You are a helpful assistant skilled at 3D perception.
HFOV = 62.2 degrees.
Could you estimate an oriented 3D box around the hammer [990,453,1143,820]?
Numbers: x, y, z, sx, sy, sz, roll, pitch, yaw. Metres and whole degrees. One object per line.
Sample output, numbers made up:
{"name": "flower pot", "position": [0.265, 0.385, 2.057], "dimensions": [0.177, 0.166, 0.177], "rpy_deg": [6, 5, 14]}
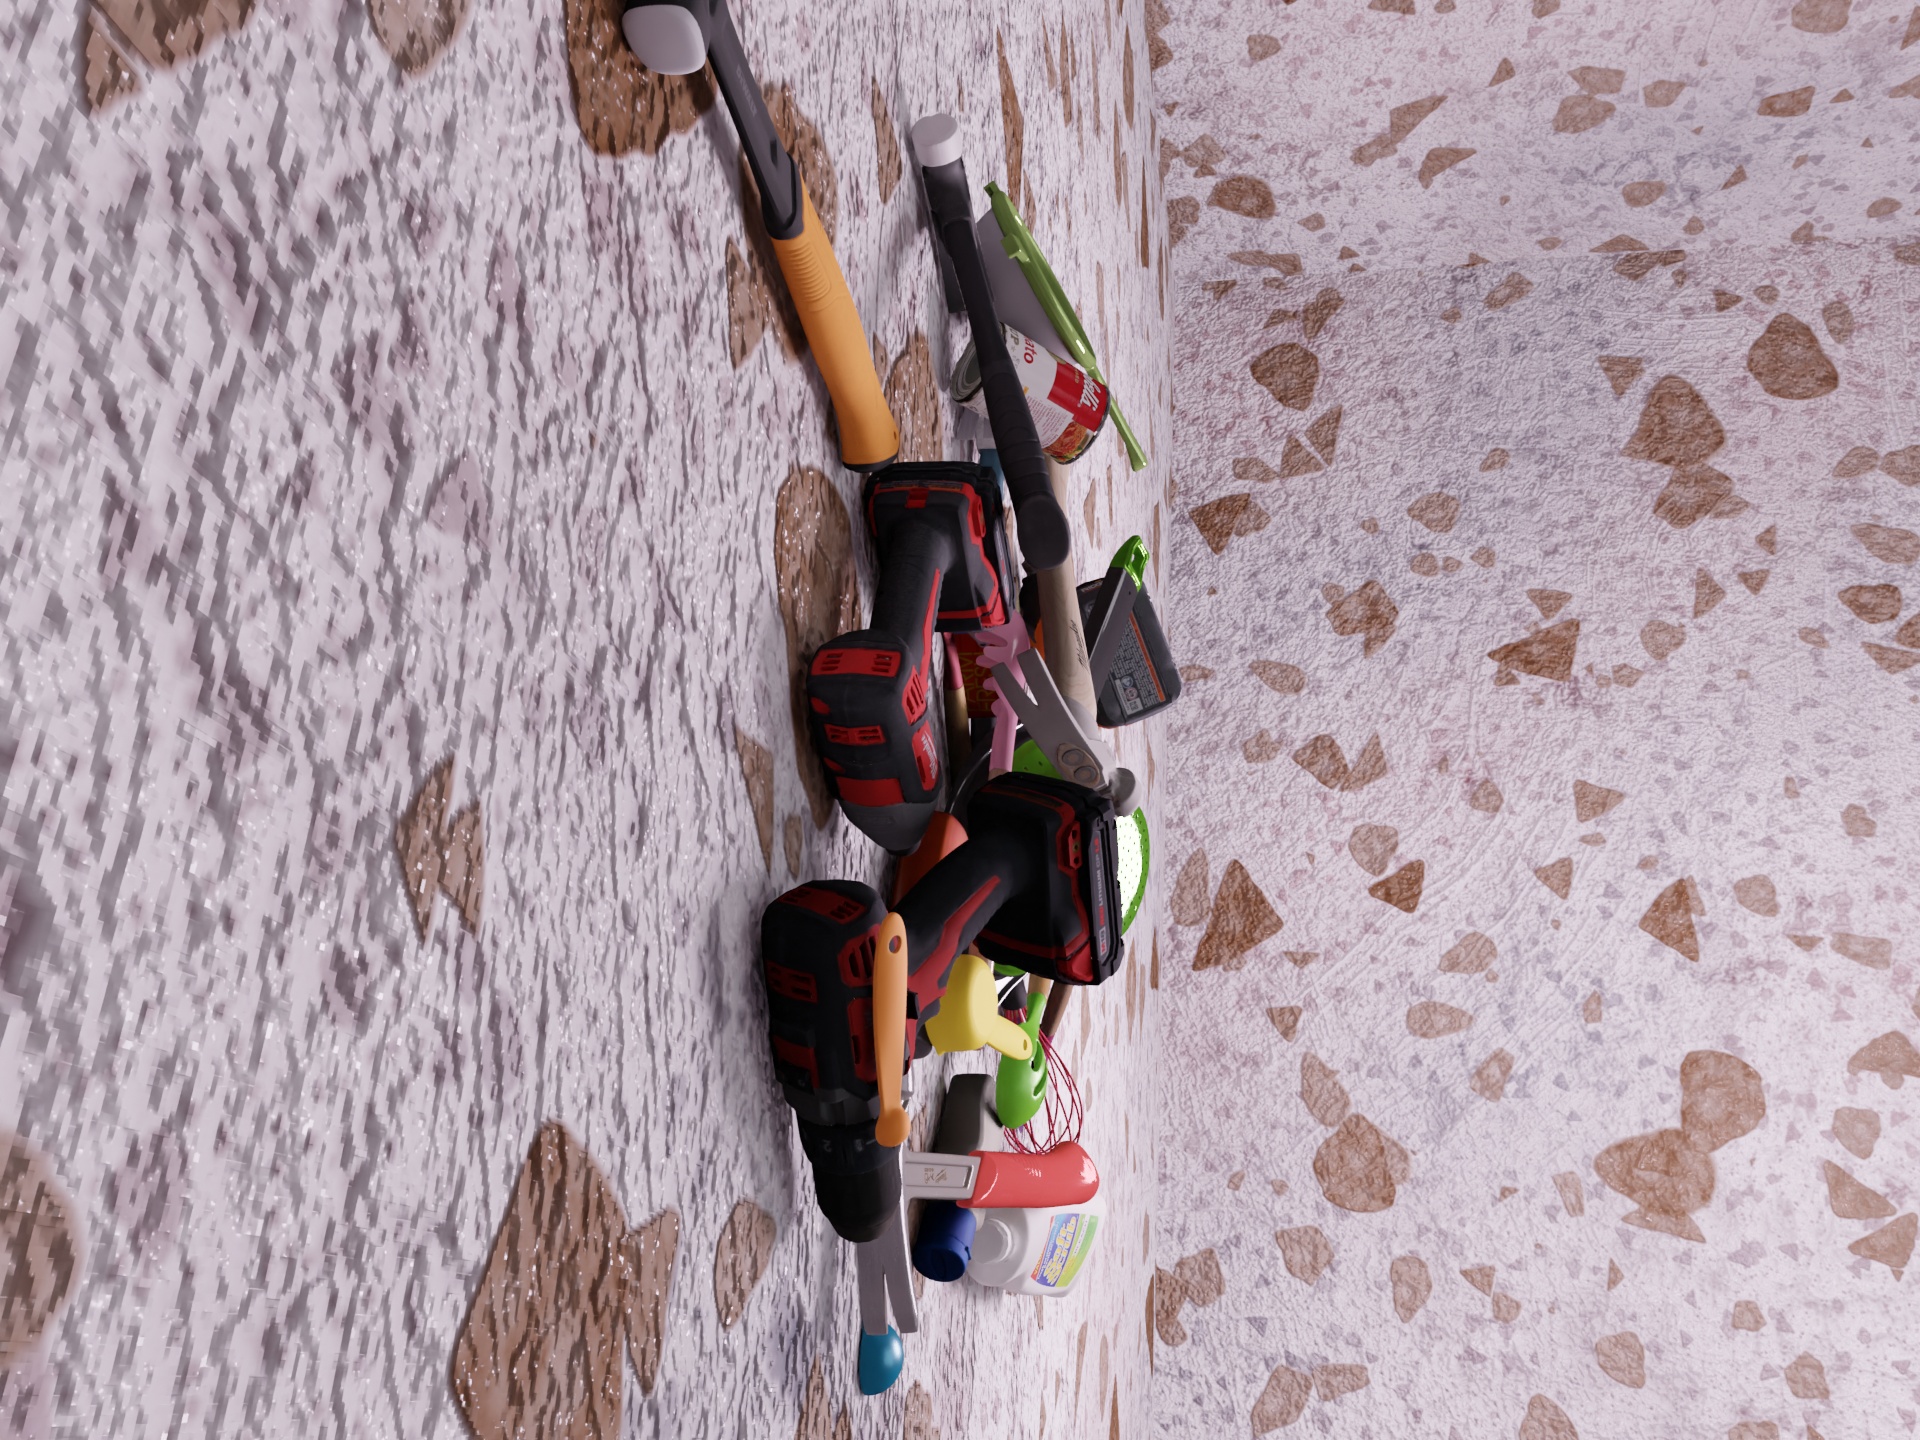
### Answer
{"name": "hammer", "position": [0.064, -0.115, 1.146], "dimensions": [0.146, 0.038, 0.411], "rpy_deg": [52, 23, -35]}

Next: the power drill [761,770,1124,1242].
{"name": "power drill", "position": [-0.008, 0.141, 0.823], "dimensions": [0.226, 0.080, 0.187], "rpy_deg": [-29, 122, -46]}

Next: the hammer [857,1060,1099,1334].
{"name": "hammer", "position": [0.021, 0.307, 1.029], "dimensions": [0.358, 0.037, 0.149], "rpy_deg": [37, 47, -62]}

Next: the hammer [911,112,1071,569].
{"name": "hammer", "position": [0.022, -0.231, 1.025], "dimensions": [0.146, 0.035, 0.335], "rpy_deg": [74, 3, -56]}

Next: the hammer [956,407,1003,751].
{"name": "hammer", "position": [0.023, -0.097, 1.240], "dimensions": [0.128, 0.033, 0.331], "rpy_deg": [38, 52, -76]}

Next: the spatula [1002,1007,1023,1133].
{"name": "spatula", "position": [0.041, 0.230, 1.345], "dimensions": [0.060, 0.018, 0.315], "rpy_deg": [-72, 159, -55]}

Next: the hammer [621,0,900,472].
{"name": "hammer", "position": [-0.078, -0.238, 0.760], "dimensions": [0.336, 0.034, 0.127], "rpy_deg": [69, 24, -59]}

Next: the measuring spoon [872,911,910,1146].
{"name": "measuring spoon", "position": [-0.029, 0.144, 0.731], "dimensions": [0.021, 0.011, 0.117], "rpy_deg": [-15, 111, -47]}

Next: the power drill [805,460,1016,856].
{"name": "power drill", "position": [-0.027, -0.036, 0.901], "dimensions": [0.220, 0.078, 0.143], "rpy_deg": [-75, 161, -44]}

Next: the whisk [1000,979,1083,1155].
{"name": "whisk", "position": [0.049, 0.246, 1.298], "dimensions": [0.073, 0.073, 0.295], "rpy_deg": [-67, 148, -62]}

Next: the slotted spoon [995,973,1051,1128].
{"name": "slotted spoon", "position": [0.062, 0.200, 1.241], "dimensions": [0.314, 0.031, 0.070], "rpy_deg": [-73, 153, -62]}

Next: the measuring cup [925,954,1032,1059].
{"name": "measuring cup", "position": [0.023, 0.183, 0.967], "dimensions": [0.156, 0.029, 0.062], "rpy_deg": [42, 48, -55]}

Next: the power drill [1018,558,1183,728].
{"name": "power drill", "position": [0.107, -0.073, 1.387], "dimensions": [0.226, 0.084, 0.164], "rpy_deg": [-172, -120, -80]}

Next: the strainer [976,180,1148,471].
{"name": "strainer", "position": [0.066, -0.288, 1.251], "dimensions": [0.256, 0.069, 0.152], "rpy_deg": [55, 15, -32]}

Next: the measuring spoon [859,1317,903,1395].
{"name": "measuring spoon", "position": [-0.044, 0.325, 0.914], "dimensions": [0.042, 0.021, 0.128], "rpy_deg": [-30, 119, -77]}

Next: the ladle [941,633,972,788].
{"name": "ladle", "position": [-0.002, -0.004, 1.135], "dimensions": [0.069, 0.031, 0.315], "rpy_deg": [-73, 160, -58]}

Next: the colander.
{"name": "colander", "position": [0.102, 0.032, 1.171], "dimensions": [0.204, 0.094, 0.397], "rpy_deg": [52, 54, -49]}

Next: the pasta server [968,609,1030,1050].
{"name": "pasta server", "position": [0.016, 0.059, 1.049], "dimensions": [0.060, 0.040, 0.316], "rpy_deg": [89, 6, -67]}

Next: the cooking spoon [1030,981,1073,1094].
{"name": "cooking spoon", "position": [0.079, 0.255, 1.362], "dimensions": [0.318, 0.017, 0.069], "rpy_deg": [97, -2, -58]}
